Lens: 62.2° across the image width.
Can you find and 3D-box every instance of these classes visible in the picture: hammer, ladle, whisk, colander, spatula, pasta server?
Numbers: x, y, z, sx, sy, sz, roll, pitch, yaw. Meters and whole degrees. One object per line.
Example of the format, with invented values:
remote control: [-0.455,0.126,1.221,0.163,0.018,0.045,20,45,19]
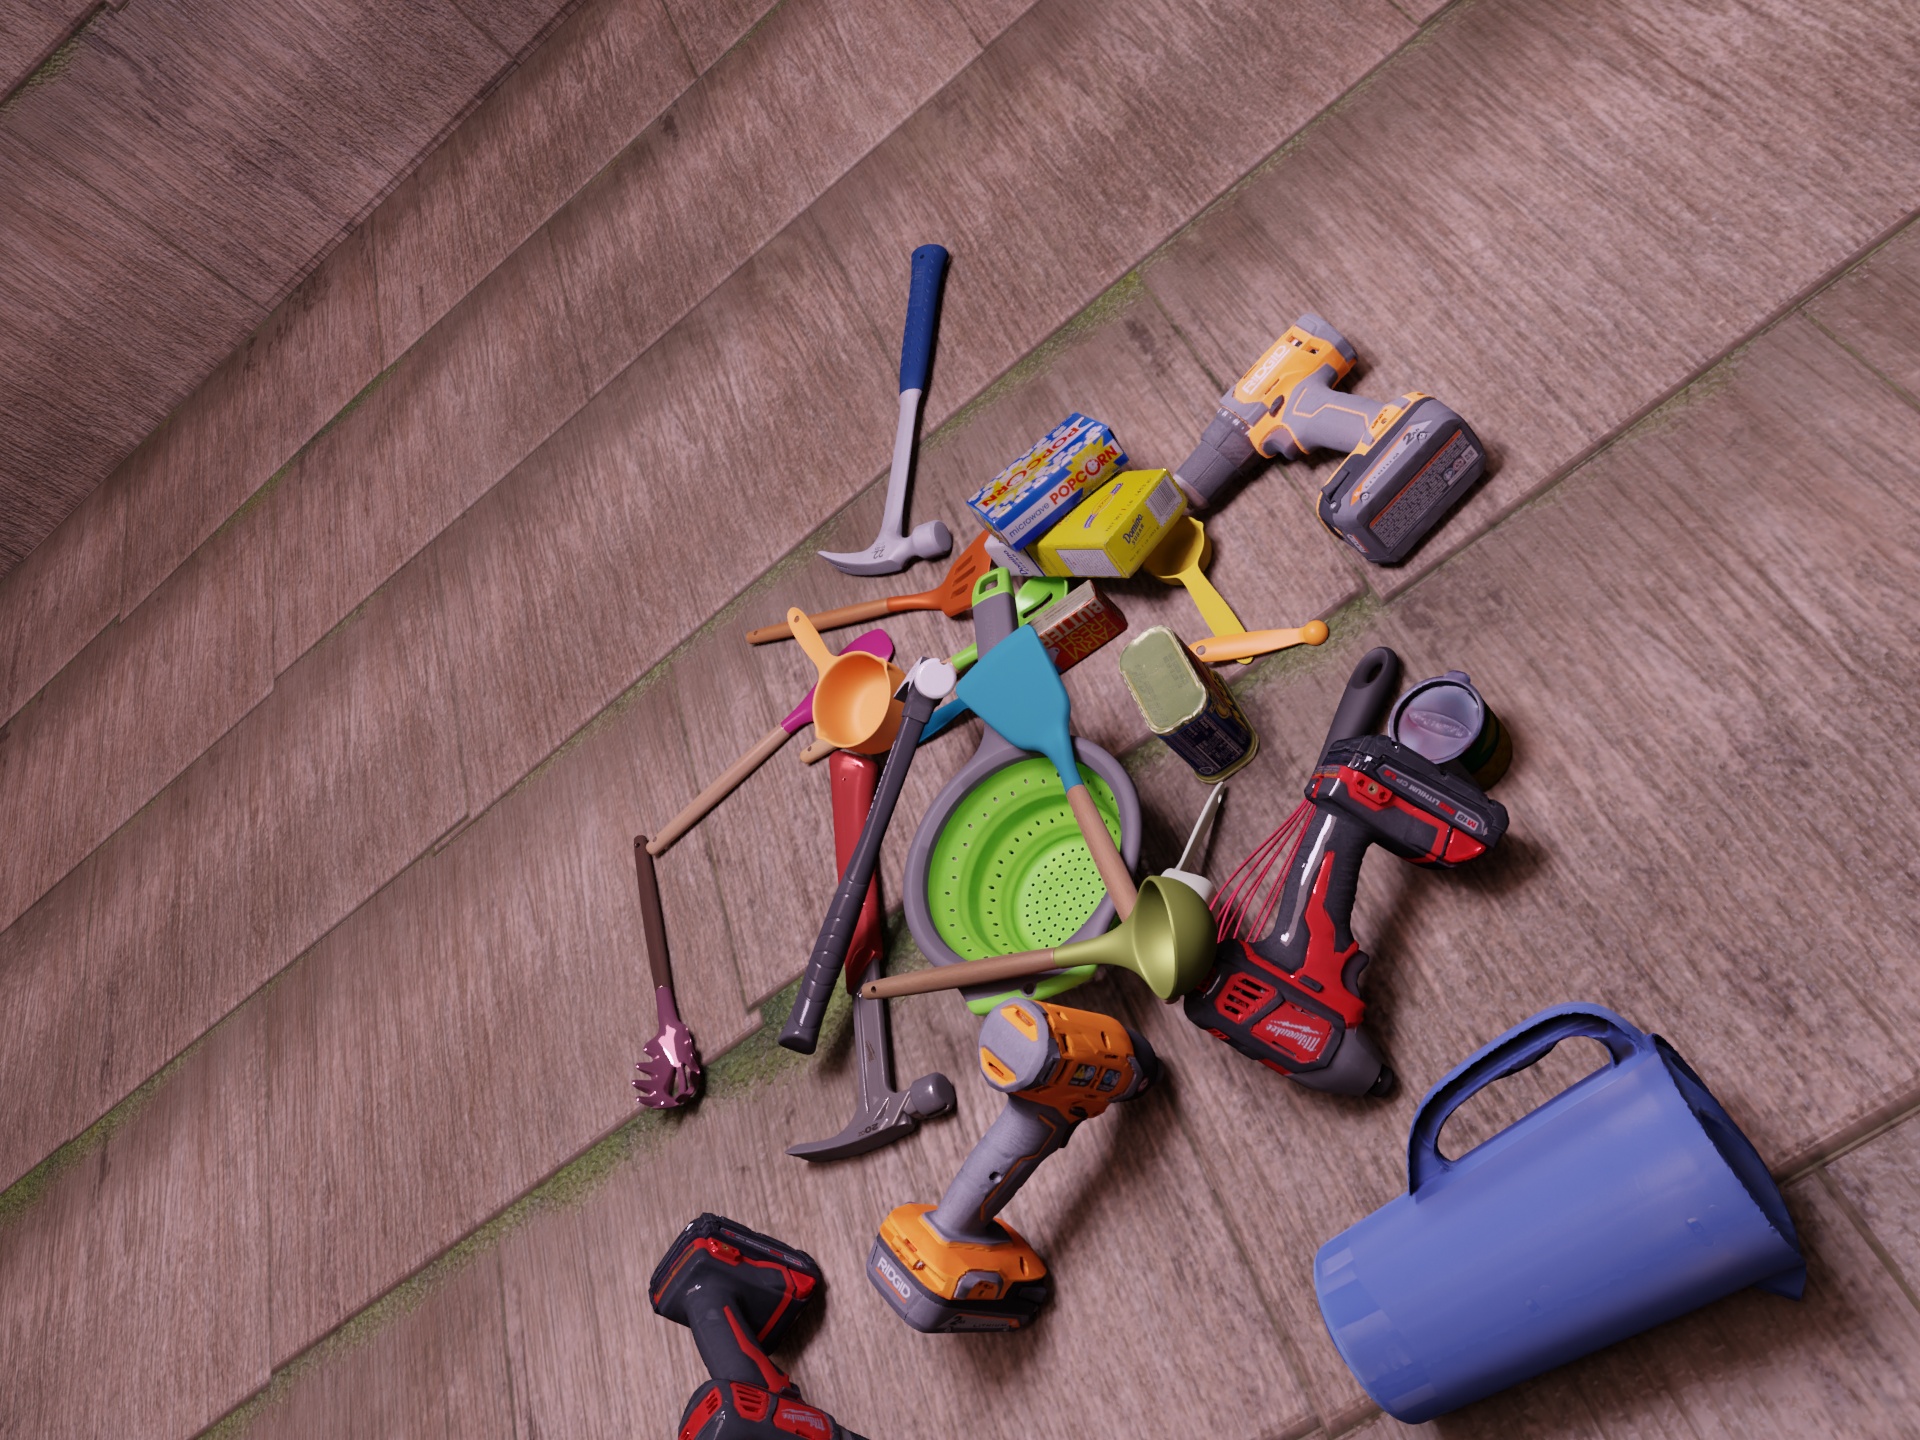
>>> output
hammer: [-0.058,-0.323,1.627,0.144,0.035,0.406,-14,56,32]
ladle: [0.039,0.165,1.083,0.320,0.062,0.078,-18,74,40]
whisk: [0.247,0.071,1.123,0.073,0.073,0.296,11,65,43]
colander: [0.059,0.052,1.255,0.204,0.094,0.398,-23,51,24]
spatula: [-0.090,-0.111,1.518,0.322,0.041,0.081,-10,59,36]
spatula: [0.083,0.067,1.130,0.082,0.044,0.318,-41,47,20]
pasta server: [-0.281,0.224,1.467,0.060,0.040,0.317,-27,48,8]
hammer: [-0.078,0.110,1.291,0.146,0.035,0.335,167,123,-83]
hammer: [-0.090,0.184,1.339,0.149,0.036,0.359,-27,50,24]

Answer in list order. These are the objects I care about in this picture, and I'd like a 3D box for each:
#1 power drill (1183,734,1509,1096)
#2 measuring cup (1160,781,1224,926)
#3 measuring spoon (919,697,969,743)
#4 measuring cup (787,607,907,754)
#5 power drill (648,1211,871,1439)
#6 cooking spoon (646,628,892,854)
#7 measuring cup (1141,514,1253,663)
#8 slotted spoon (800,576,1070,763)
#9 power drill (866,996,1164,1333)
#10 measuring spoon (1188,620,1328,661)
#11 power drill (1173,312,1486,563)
power drill: [0.254,0.131,1.031,0.220,0.143,0.078,-59,3,-7]
measuring cup: [0.177,0.113,1.155,0.038,0.083,0.168,12,54,25]
measuring spoon: [-0.002,-0.004,1.402,0.128,0.021,0.042,-33,48,31]
measuring cup: [-0.103,-0.041,1.439,0.095,0.052,0.174,-48,53,15]
power drill: [-0.122,0.464,1.119,0.080,0.187,0.227,-55,26,4]
cooking spoon: [-0.186,0.024,1.527,0.319,0.017,0.069,-42,45,10]
measuring cup: [0.201,-0.102,1.295,0.062,0.029,0.157,-37,58,16]
slotted spoon: [-0.024,-0.040,1.431,0.313,0.031,0.070,-31,46,23]
power drill: [0.048,0.301,1.086,0.084,0.164,0.226,34,100,46]
measuring spoon: [0.228,-0.062,1.240,0.117,0.011,0.021,-9,71,28]
power drill: [0.277,-0.209,1.256,0.185,0.084,0.226,-47,41,9]
